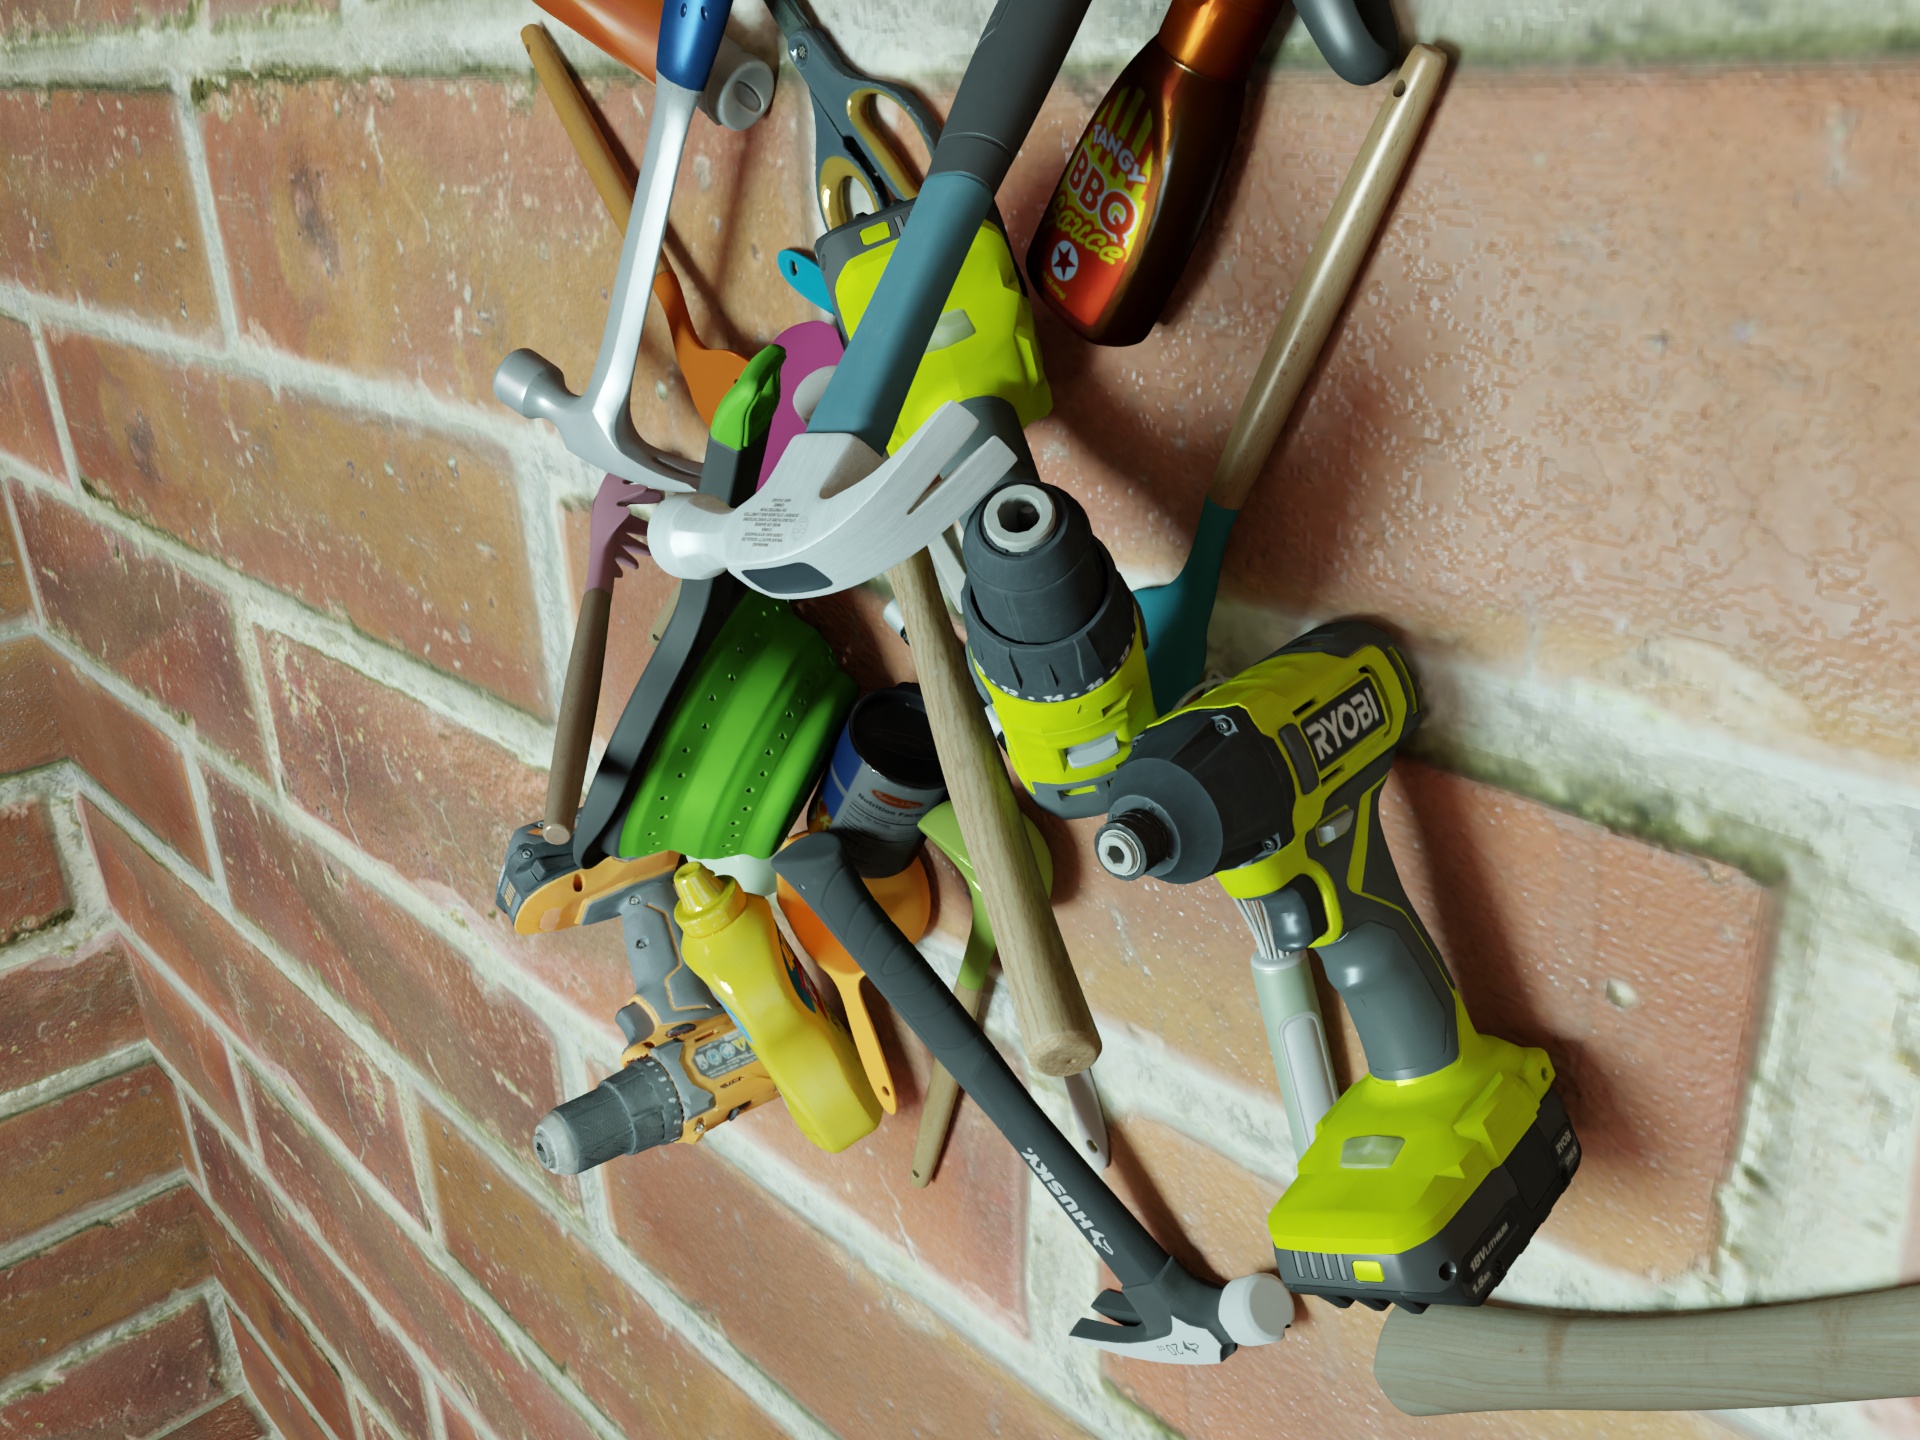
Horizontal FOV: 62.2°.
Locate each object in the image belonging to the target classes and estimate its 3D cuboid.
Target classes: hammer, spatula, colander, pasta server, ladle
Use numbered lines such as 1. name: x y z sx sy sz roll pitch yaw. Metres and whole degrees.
1. hammer: -0.130 -0.291 0.753 0.144 0.035 0.405 34 128 13
2. hammer: 0.308 0.227 0.553 0.410 0.038 0.146 -36 81 51
3. spatula: 0.106 -0.106 0.622 0.082 0.044 0.317 57 141 37
4. hammer: -0.001 -0.002 0.677 0.129 0.031 0.332 52 -164 -52
5. hammer: 0.003 -0.192 0.542 0.128 0.033 0.331 11 73 44
6. colander: -0.097 -0.031 0.791 0.094 0.205 0.397 27 148 0
7. hammer: 0.018 0.193 0.816 0.335 0.035 0.146 50 142 1
8. spatula: -0.167 -0.264 0.882 0.323 0.041 0.081 61 145 15
9. pasta server: -0.187 -0.048 0.843 0.317 0.040 0.060 -97 18 -50
10. ladle: -0.007 0.166 0.873 0.078 0.062 0.320 37 135 28

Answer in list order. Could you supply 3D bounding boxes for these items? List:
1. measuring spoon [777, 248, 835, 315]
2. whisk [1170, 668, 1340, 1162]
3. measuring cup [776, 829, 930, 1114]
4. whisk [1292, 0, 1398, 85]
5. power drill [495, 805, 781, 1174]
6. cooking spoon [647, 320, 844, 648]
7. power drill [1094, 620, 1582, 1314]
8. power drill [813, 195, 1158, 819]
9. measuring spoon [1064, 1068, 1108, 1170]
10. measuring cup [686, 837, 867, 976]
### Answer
1. measuring spoon: -0.051 -0.209 0.782 0.129 0.021 0.042 42 141 42
2. whisk: 0.135 0.094 0.683 0.059 0.058 0.246 -123 16 -75
3. measuring cup: -0.046 0.136 0.907 0.095 0.052 0.173 -3 107 50
4. whisk: 0.078 -0.350 0.529 0.073 0.073 0.296 -20 97 51
5. power drill: -0.220 0.169 1.020 0.226 0.185 0.084 55 141 20
6. cooking spoon: -0.124 -0.115 0.890 0.069 0.017 0.319 43 143 -3
7. power drill: 0.135 0.091 0.583 0.080 0.171 0.223 -17 98 46
8. power drill: 0.013 -0.092 0.608 0.190 0.080 0.229 66 -175 -63
9. measuring spoon: 0.055 0.183 0.837 0.034 0.018 0.124 -5 104 50
10. measuring cup: -0.116 0.106 0.981 0.168 0.038 0.083 43 135 31
